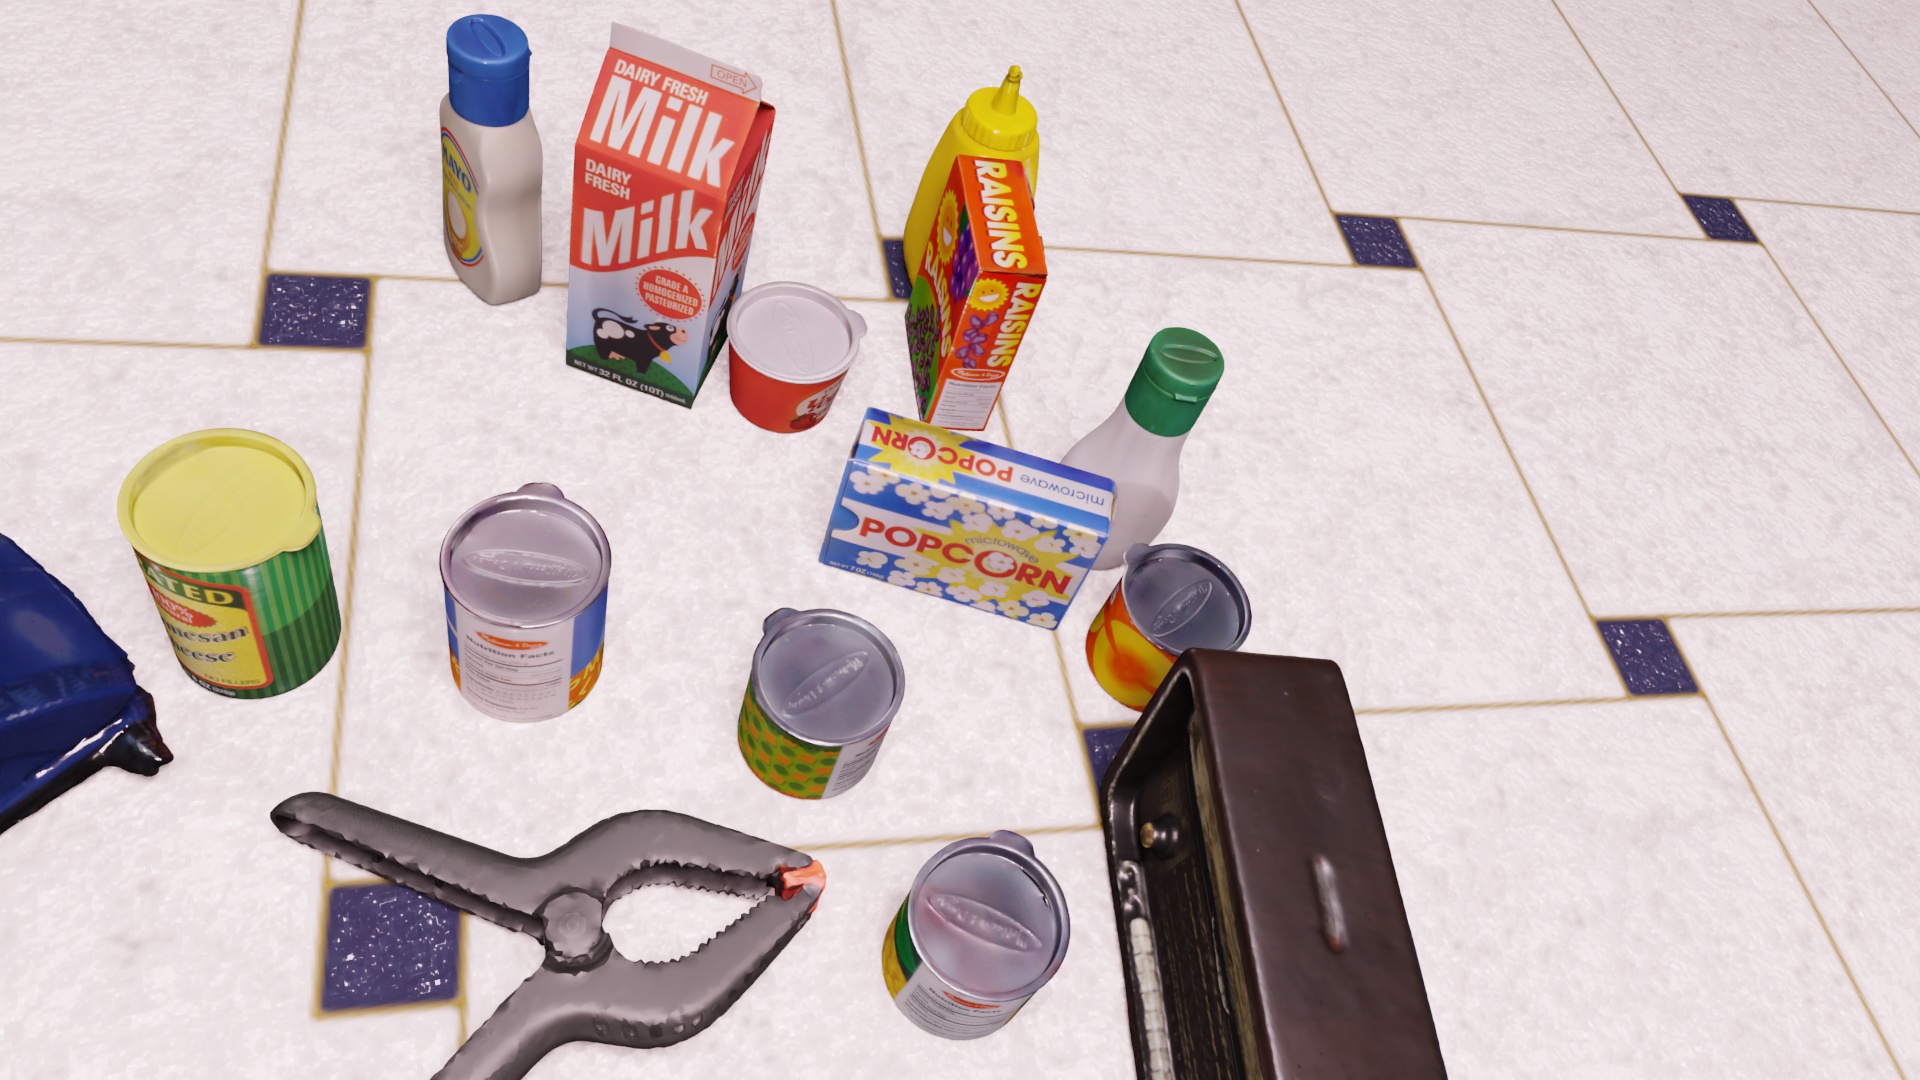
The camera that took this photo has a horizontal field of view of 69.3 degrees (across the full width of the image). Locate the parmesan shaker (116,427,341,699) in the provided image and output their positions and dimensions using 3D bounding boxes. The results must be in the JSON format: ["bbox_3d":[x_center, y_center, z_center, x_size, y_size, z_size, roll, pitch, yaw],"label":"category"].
[{"bbox_3d":[-0.286,0.014,0.556,0.071,0.102,0.071,8,54,-11],"label":"parmesan shaker"}]

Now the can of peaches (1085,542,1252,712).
[{"bbox_3d":[0.099,0.042,0.683,0.071,0.057,0.071,8,54,-11],"label":"can of peaches"}]

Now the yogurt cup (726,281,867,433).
[{"bbox_3d":[-0.090,-0.093,0.725,0.072,0.053,0.073,8,54,-11],"label":"yogurt cup"}]

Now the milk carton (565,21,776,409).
[{"bbox_3d":[-0.141,-0.158,0.670,0.072,0.189,0.074,19,52,-3],"label":"milk carton"}]

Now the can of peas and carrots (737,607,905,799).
[{"bbox_3d":[-0.064,0.071,0.611,0.071,0.058,0.071,8,54,-11],"label":"can of peas and carrots"}]

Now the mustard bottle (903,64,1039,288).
[{"bbox_3d":[0.012,-0.198,0.765,0.065,0.159,0.049,-8,59,-22],"label":"mustard bottle"}]

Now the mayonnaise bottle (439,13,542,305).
[{"bbox_3d":[-0.233,-0.188,0.689,0.041,0.147,0.065,-26,66,-30],"label":"mayonnaise bottle"}]

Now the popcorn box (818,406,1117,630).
[{"bbox_3d":[0.002,-0.008,0.673,0.127,0.084,0.038,16,52,-5],"label":"popcorn box"}]

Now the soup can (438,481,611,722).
[{"bbox_3d":[-0.183,0.028,0.590,0.071,0.083,0.072,8,54,-11],"label":"soup can"}]

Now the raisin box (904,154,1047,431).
[{"bbox_3d":[0.006,-0.129,0.736,0.040,0.122,0.086,2,55,-16],"label":"raisin box"}]

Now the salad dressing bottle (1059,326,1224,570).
[{"bbox_3d":[0.086,-0.043,0.683,0.064,0.146,0.044,7,54,-12],"label":"salad dressing bottle"}]

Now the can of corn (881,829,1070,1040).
[{"bbox_3d":[0.006,0.161,0.568,0.071,0.058,0.071,8,54,-11],"label":"can of corn"}]
